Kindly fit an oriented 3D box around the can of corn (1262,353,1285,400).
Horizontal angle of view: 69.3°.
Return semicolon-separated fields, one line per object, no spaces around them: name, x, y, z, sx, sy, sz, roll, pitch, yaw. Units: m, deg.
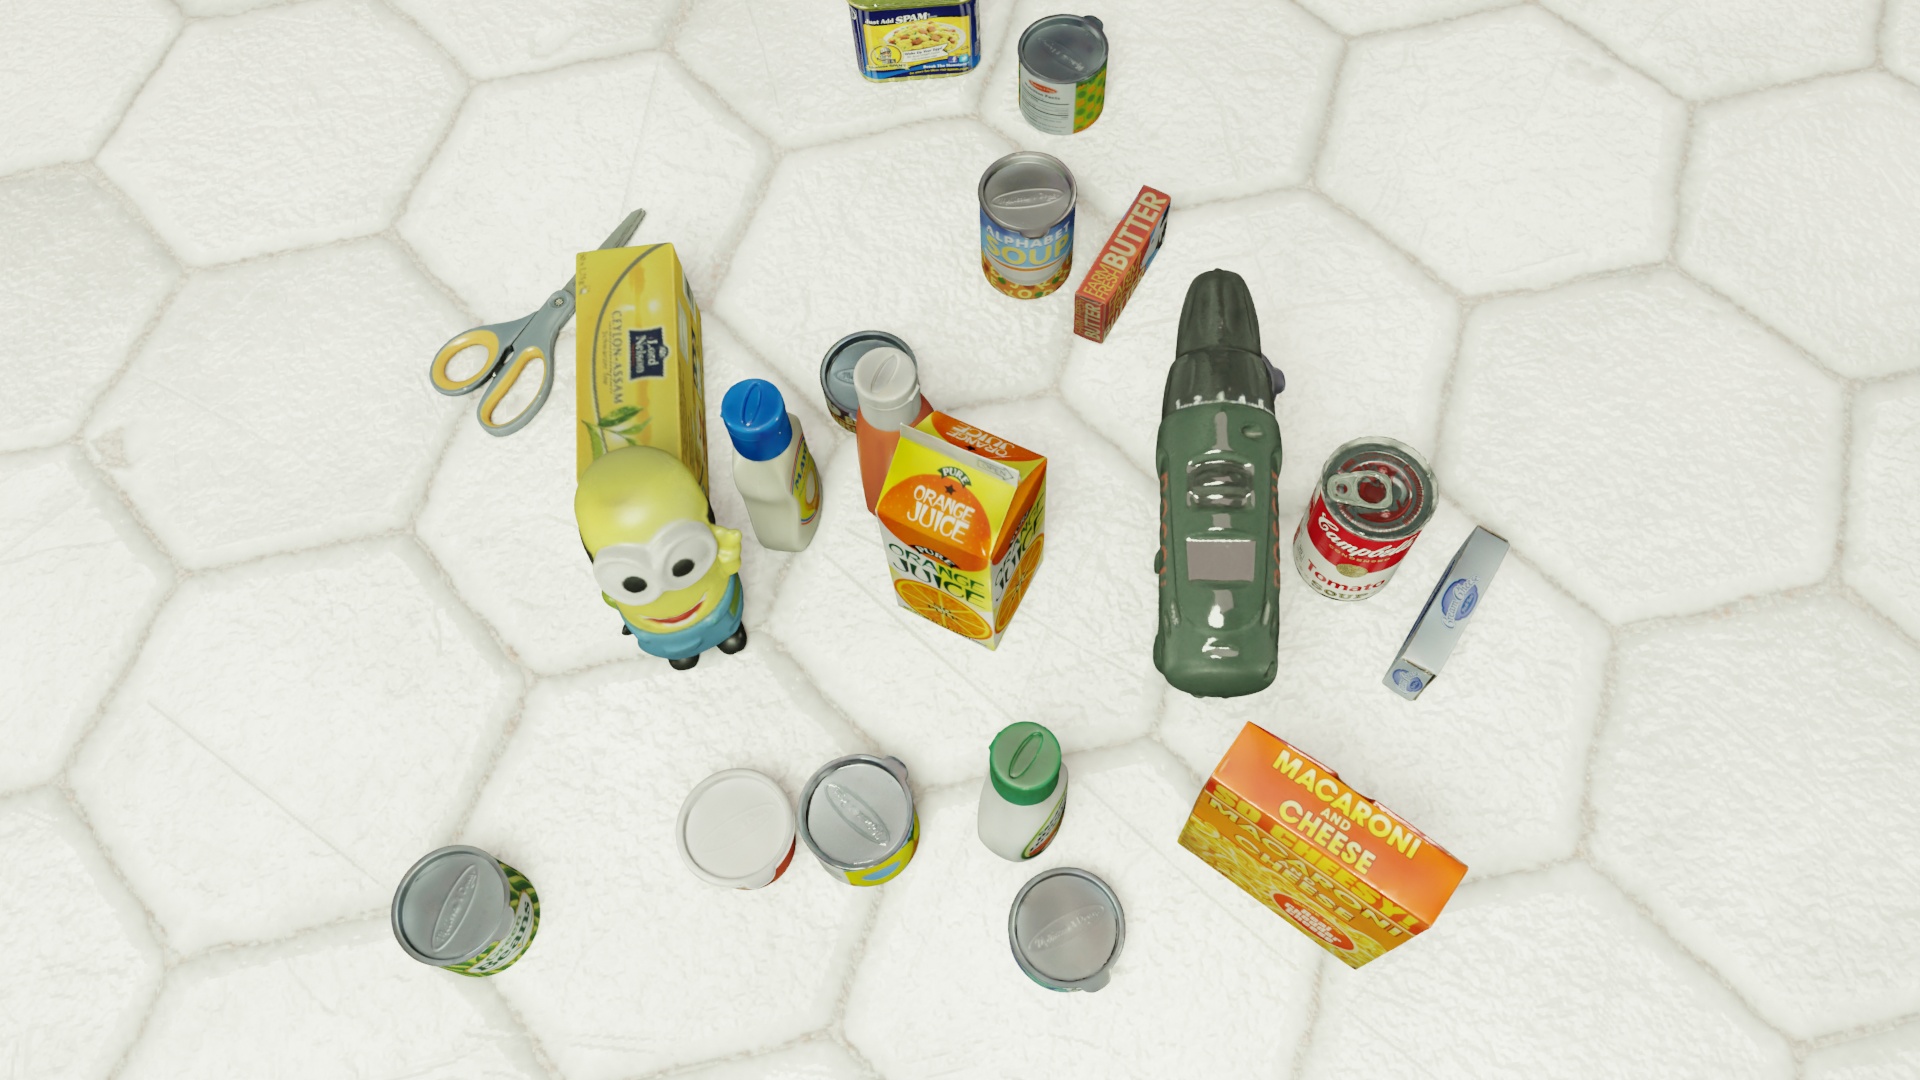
can of corn;0.173;-0.089;0.911;0.071;0.058;0.071;-1;66;2

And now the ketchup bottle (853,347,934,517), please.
ketchup bottle;-0.039;-0.066;0.859;0.043;0.148;0.065;22;69;12

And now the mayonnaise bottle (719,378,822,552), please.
mayonnaise bottle;-0.115;-0.047;0.854;0.041;0.147;0.065;7;67;6

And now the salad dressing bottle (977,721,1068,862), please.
salad dressing bottle;0.035;0.137;0.765;0.044;0.147;0.064;30;71;15

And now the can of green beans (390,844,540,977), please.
can of green beans;-0.281;0.213;0.793;0.071;0.057;0.071;-1;66;2

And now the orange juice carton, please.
orange juice carton;0.003;-0.010;0.809;0.072;0.192;0.073;25;70;13

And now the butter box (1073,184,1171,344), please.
butter box;0.112;-0.190;0.962;0.024;0.053;0.104;27;70;13

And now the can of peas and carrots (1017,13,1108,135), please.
can of peas and carrots;0.077;-0.346;1.030;0.071;0.058;0.071;-1;66;2

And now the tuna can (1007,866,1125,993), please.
tuna can;0.061;0.224;0.788;0.071;0.032;0.071;-1;66;2

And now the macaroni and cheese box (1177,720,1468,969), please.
macaroni and cheese box;0.184;0.165;0.737;0.124;0.165;0.040;34;72;16

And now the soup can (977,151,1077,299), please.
soup can;0.046;-0.213;0.958;0.071;0.083;0.071;-1;66;2

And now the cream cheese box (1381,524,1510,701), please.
cream cheese box;0.296;0.045;0.848;0.024;0.053;0.104;31;71;15

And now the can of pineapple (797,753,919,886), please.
can of pineapple;-0.056;0.163;0.807;0.071;0.057;0.071;-1;66;2

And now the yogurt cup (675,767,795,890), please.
yogurt cup;-0.127;0.171;0.808;0.072;0.053;0.072;-1;66;2

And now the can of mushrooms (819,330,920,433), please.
can of mushrooms;-0.061;-0.104;0.940;0.071;0.033;0.071;-1;66;2
